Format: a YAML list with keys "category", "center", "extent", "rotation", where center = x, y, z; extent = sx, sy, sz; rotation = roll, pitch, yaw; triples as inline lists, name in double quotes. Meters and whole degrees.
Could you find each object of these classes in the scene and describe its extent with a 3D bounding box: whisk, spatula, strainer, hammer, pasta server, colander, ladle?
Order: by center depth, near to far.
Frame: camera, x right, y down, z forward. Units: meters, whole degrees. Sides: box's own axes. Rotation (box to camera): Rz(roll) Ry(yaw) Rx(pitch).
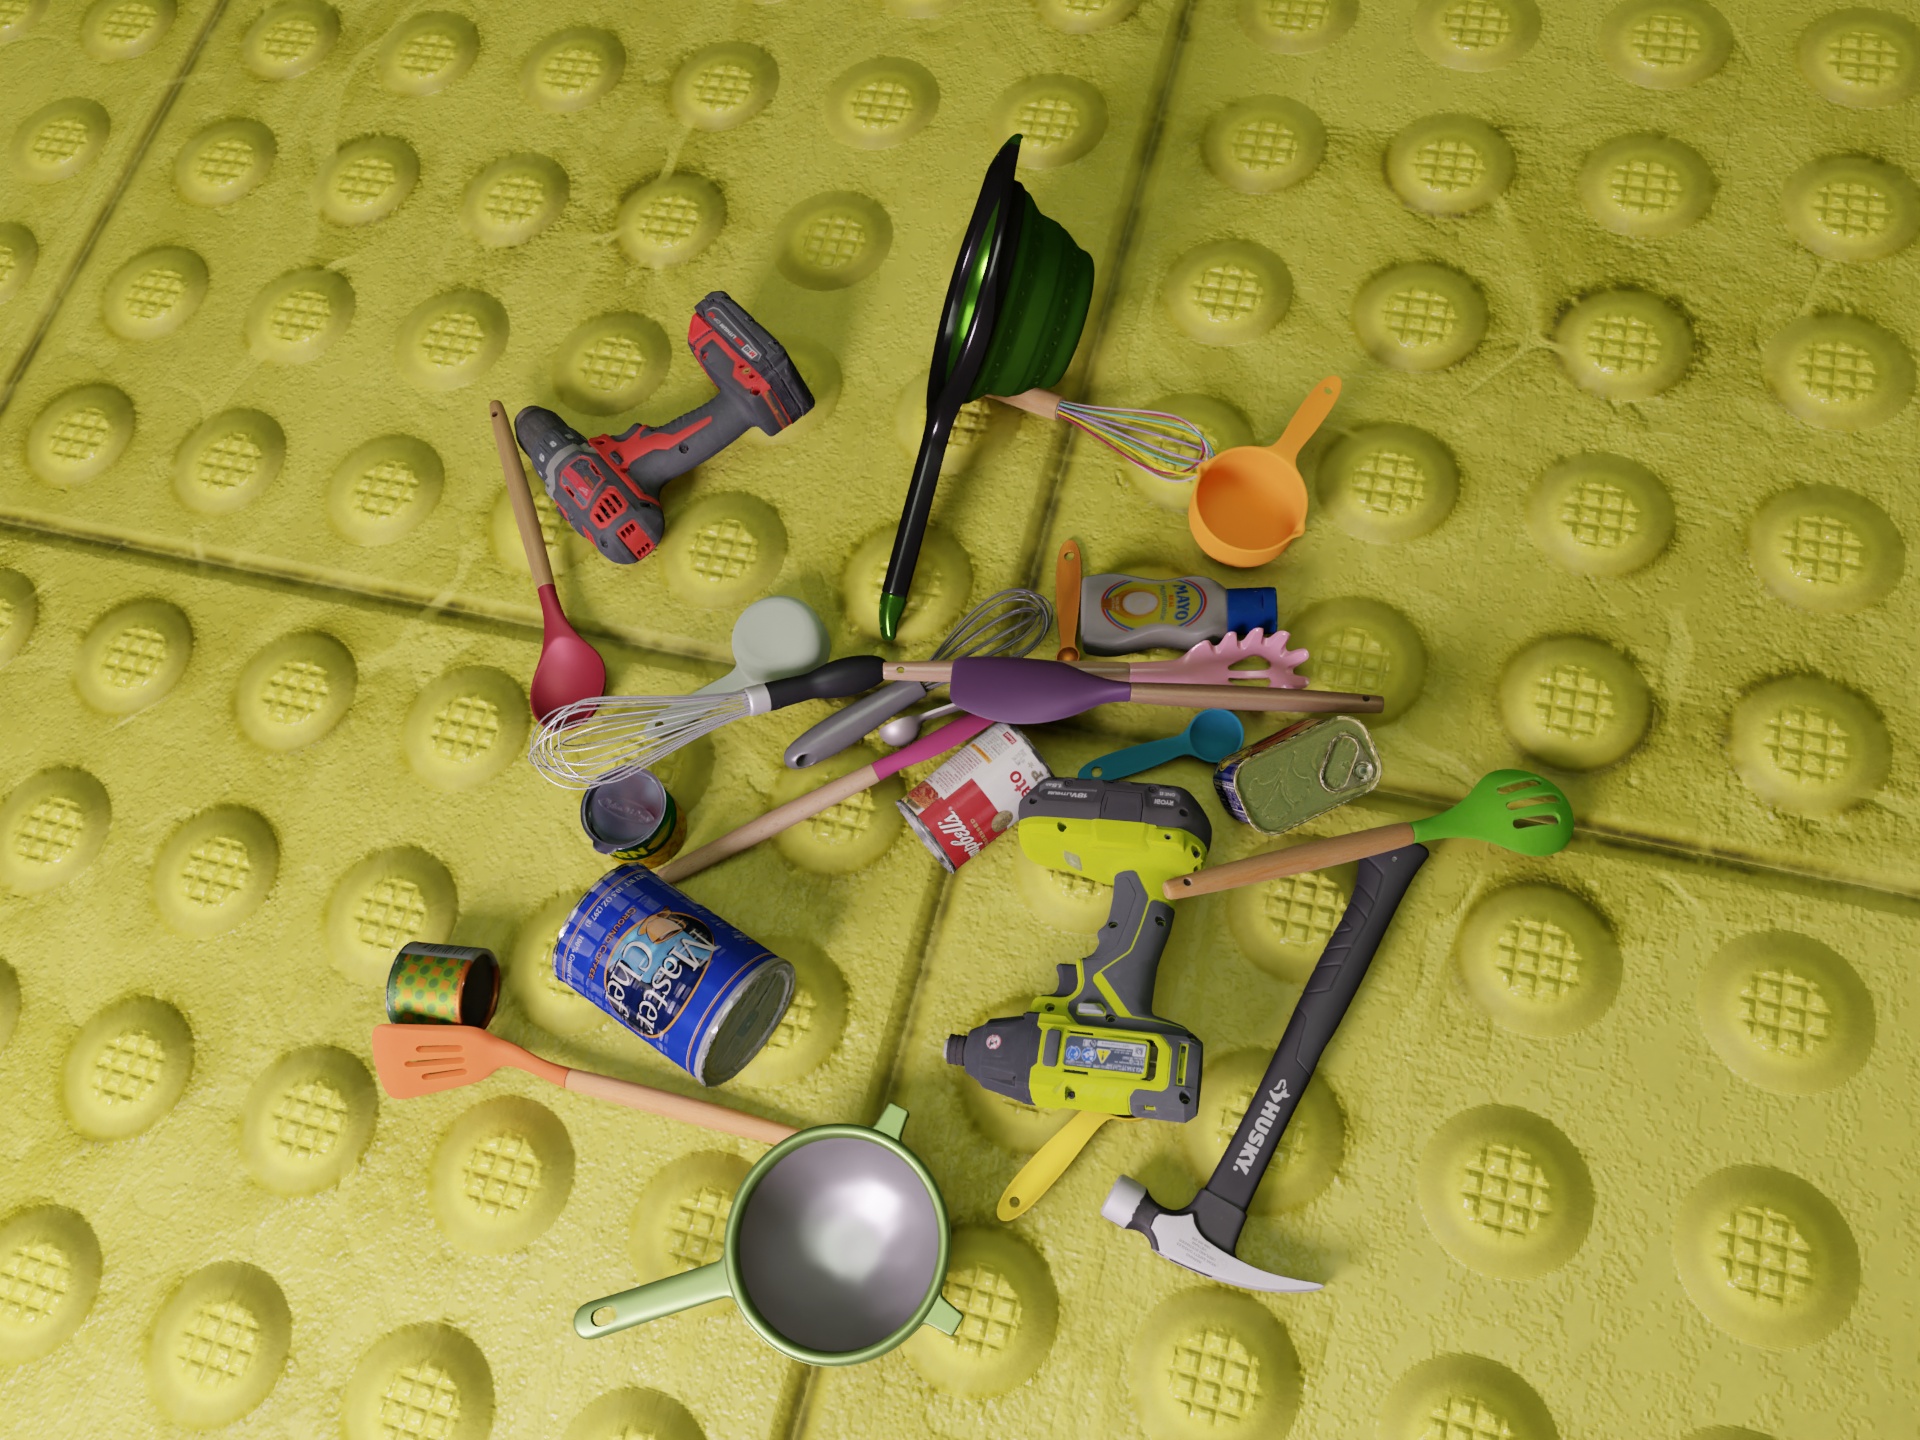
- category: "strainer"
  center: [-0.127, 0.366, 1.061]
  extent: [0.256, 0.069, 0.152]
  rotation: [-18, 68, 1]
- category: "hammer"
  center: [0.238, 0.225, 1.083]
  extent: [0.146, 0.035, 0.335]
  rotation: [27, 73, 15]
- category: "spatula"
  center: [-0.261, 0.269, 1.135]
  extent: [0.322, 0.081, 0.041]
  rotation: [12, 38, 9]
- category: "spatula"
  center: [0.150, -0.018, 1.163]
  extent: [0.316, 0.018, 0.060]
  rotation: [2, 56, 2]
- category: "pasta server"
  center: [0.100, -0.038, 1.191]
  extent: [0.316, 0.040, 0.060]
  rotation: [0, 83, -1]
- category: "whisk"
  center: [-0.184, -0.007, 1.200]
  extent: [0.284, 0.070, 0.070]
  rotation: [-15, 64, -22]
- category: "whisk"
  center: [-0.034, -0.030, 1.227]
  extent: [0.239, 0.055, 0.055]
  rotation: [-32, 66, -1]
- category: "colander"
  center: [0.025, -0.247, 1.254]
  extent: [0.094, 0.204, 0.397]
  rotation: [14, 92, -11]
- category: "whisk"
  center: [0.100, -0.248, 1.301]
  extent: [0.245, 0.051, 0.047]
  rotation: [23, 78, 20]
- category: "ladle"
  center: [-0.350, -0.131, 1.312]
  extent: [0.069, 0.031, 0.316]
  rotation: [-23, 71, 9]

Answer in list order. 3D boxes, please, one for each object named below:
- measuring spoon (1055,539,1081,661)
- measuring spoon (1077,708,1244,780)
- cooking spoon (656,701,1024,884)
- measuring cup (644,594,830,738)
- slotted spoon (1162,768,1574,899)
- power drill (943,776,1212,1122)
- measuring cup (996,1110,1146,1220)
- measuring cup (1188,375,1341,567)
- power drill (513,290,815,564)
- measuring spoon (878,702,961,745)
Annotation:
- category: "measuring spoon"
  center: [0.086, -0.091, 1.255]
  extent: [0.021, 0.011, 0.117]
  rotation: [-7, 63, 18]
- category: "measuring spoon"
  center: [0.151, 0.026, 1.195]
  extent: [0.128, 0.021, 0.042]
  rotation: [-17, 71, 11]
- category: "cooking spoon"
  center: [-0.087, 0.050, 1.200]
  extent: [0.319, 0.069, 0.017]
  rotation: [-27, 95, 3]
- category: "measuring cup"
  center: [-0.182, -0.039, 1.255]
  extent: [0.167, 0.038, 0.083]
  rotation: [-33, 67, -8]
- category: "slotted spoon"
  center: [0.286, 0.084, 1.092]
  extent: [0.313, 0.031, 0.070]
  rotation: [-11, 61, -13]
- category: "power drill"
  center: [0.087, 0.156, 1.095]
  extent: [0.171, 0.080, 0.223]
  rotation: [4, 60, 13]
- category: "measuring cup"
  center: [0.082, 0.283, 1.089]
  extent: [0.156, 0.029, 0.062]
  rotation: [-45, 68, -7]
- category: "measuring cup"
  center: [0.245, -0.195, 1.245]
  extent: [0.095, 0.052, 0.174]
  rotation: [34, 75, 8]
- category: "power drill"
  center: [-0.258, -0.256, 1.340]
  extent: [0.226, 0.080, 0.188]
  rotation: [-41, 61, -5]
- category: "measuring spoon"
  center: [-0.002, -0.004, 1.221]
  extent: [0.124, 0.034, 0.018]
  rotation: [-18, 76, -4]
